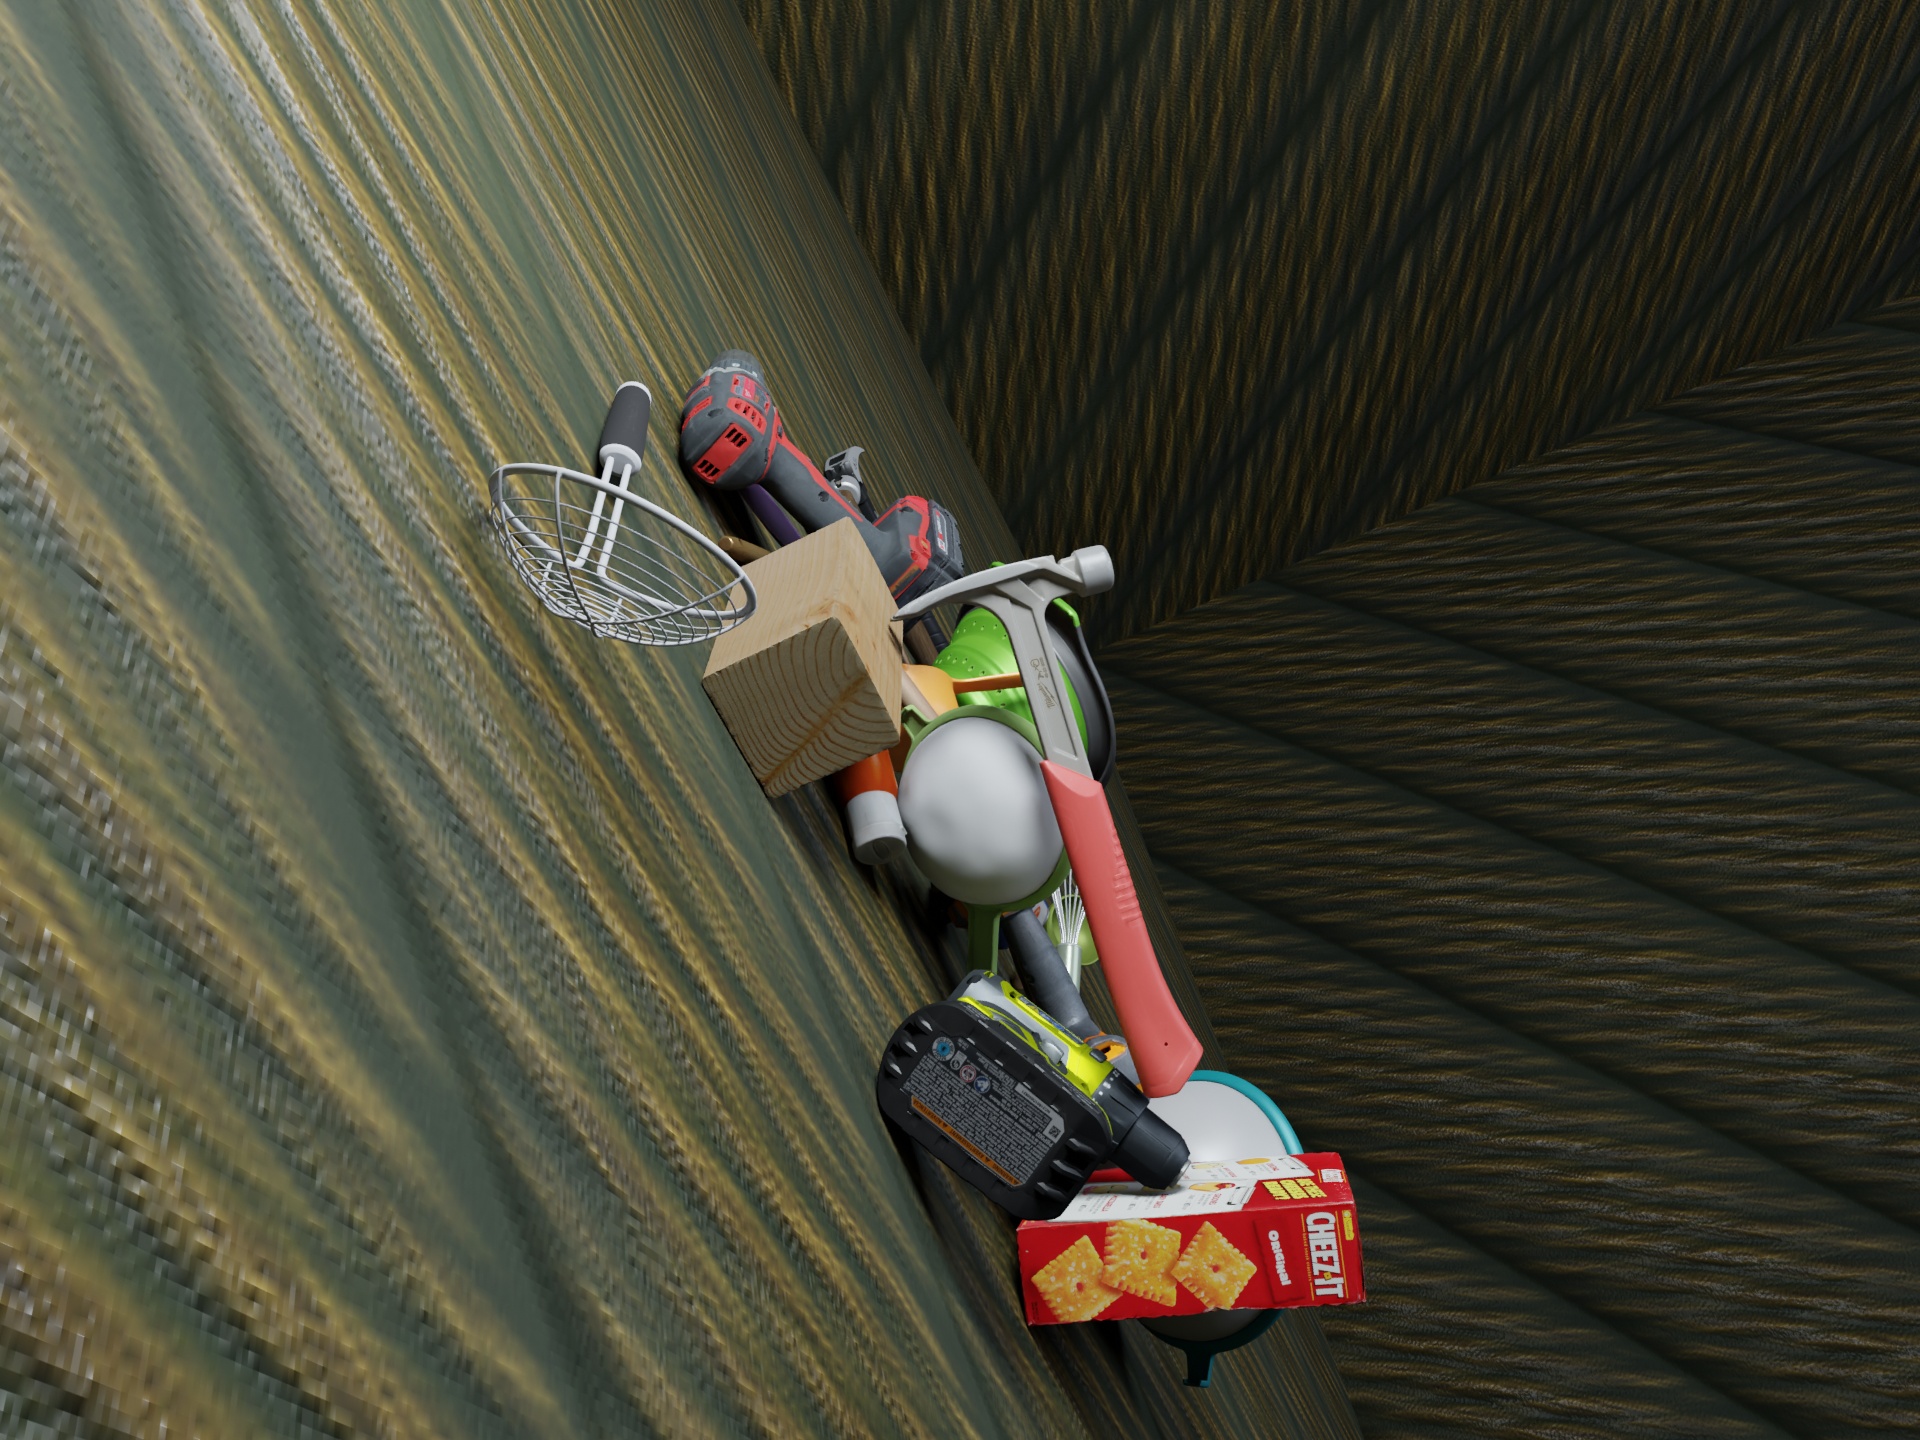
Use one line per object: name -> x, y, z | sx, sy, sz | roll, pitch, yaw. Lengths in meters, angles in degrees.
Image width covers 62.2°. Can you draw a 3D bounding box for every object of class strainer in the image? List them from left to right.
strainer -> 0.002, 0.119, 1.113 | 0.069, 0.151, 0.256 | -16, 111, -54
strainer -> 0.128, 0.338, 1.262 | 0.095, 0.211, 0.341 | 18, 19, -40

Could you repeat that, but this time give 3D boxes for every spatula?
spatula -> -0.085, -0.078, 1.171 | 0.316, 0.018, 0.060 | 52, 14, 7

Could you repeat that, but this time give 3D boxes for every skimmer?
skimmer -> -0.166, -0.136, 0.821 | 0.127, 0.090, 0.364 | 28, 21, -20

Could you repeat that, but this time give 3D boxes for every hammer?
hammer -> -0.058, -0.141, 1.697 | 0.146, 0.035, 0.334 | -98, 162, -59
hammer -> -0.040, -0.075, 1.483 | 0.331, 0.031, 0.130 | 60, 6, -32
hammer -> 0.074, 0.073, 1.039 | 0.037, 0.149, 0.359 | 156, -83, -82

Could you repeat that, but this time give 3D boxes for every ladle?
ladle -> -0.124, -0.109, 1.226 | 0.069, 0.031, 0.315 | 58, 9, 10
ladle -> 0.095, 0.227, 1.578 | 0.078, 0.062, 0.320 | 65, 11, 4

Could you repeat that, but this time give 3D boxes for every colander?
colander -> 0.029, 0.060, 1.382 | 0.205, 0.094, 0.396 | 37, -39, 38

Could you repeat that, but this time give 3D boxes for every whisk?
whisk -> 0.102, 0.207, 1.496 | 0.057, 0.059, 0.247 | 21, 58, -26

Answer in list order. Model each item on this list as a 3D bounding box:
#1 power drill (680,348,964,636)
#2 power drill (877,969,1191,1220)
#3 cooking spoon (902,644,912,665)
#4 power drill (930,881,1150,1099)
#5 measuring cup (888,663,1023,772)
power drill -> -0.108, -0.179, 1.175 | 0.226, 0.080, 0.188 | 38, 21, -23
power drill -> 0.051, 0.236, 0.989 | 0.191, 0.080, 0.228 | 36, 3, 15
cooking spoon -> -0.029, 0.007, 1.522 | 0.069, 0.017, 0.319 | -49, 116, -83
power drill -> 0.061, 0.201, 1.221 | 0.226, 0.084, 0.164 | 62, -12, 9
measuring cup -> -0.002, -0.004, 1.224 | 0.095, 0.173, 0.052 | 100, -22, -59
